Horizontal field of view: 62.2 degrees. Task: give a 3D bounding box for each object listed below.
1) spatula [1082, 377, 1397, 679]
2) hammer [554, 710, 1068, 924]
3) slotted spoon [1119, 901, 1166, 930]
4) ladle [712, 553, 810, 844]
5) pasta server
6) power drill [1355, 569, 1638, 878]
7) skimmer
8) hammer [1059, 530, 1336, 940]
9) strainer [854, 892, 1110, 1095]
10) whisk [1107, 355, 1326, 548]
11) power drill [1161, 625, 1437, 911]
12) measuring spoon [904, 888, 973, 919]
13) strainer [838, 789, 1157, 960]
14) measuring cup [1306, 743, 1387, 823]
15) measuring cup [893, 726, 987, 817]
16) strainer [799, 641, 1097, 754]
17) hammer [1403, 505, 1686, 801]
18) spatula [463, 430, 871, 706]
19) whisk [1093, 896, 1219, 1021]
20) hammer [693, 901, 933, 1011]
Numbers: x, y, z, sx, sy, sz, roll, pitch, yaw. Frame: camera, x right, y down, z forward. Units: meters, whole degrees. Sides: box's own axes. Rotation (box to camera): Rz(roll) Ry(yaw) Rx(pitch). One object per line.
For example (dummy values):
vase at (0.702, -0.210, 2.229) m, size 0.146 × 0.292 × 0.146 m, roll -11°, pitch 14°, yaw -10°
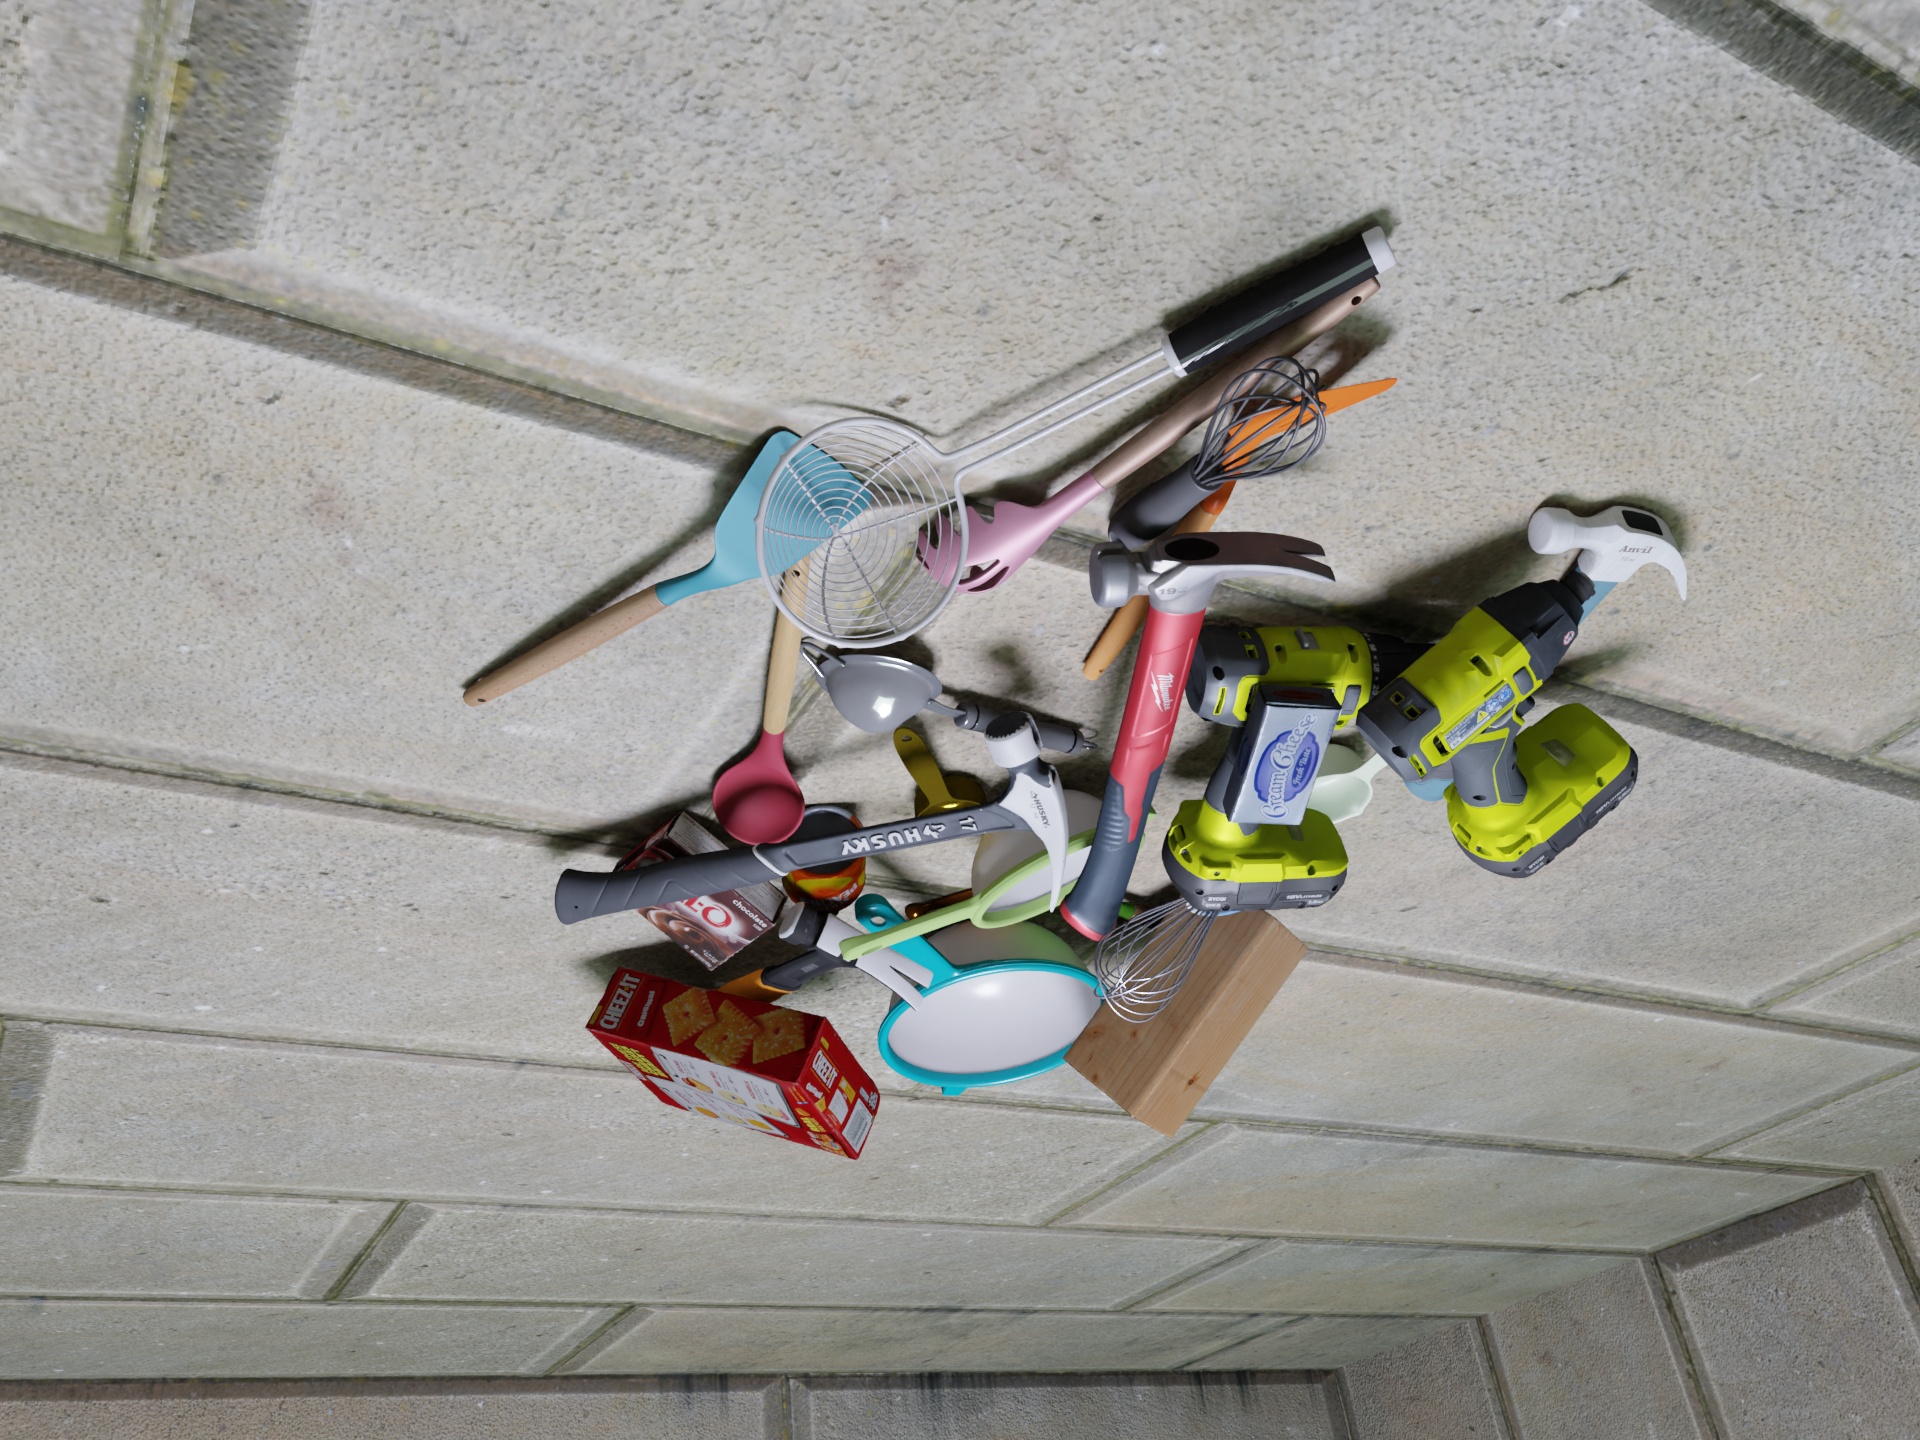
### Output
spatula at (0.147, -0.110, 0.974) m, size 0.081 × 0.041 × 0.322 m, roll -16°, pitch 156°, yaw -30°
hammer at (-0.116, 0.100, 1.147) m, size 0.409 × 0.036 × 0.149 m, roll -13°, pitch 119°, yaw 19°
slotted spoon at (0.165, 0.176, 1.429) m, size 0.070 × 0.031 × 0.313 m, roll -15°, pitch 153°, yaw 41°
ladle at (-0.126, -0.011, 1.081) m, size 0.069 × 0.031 × 0.315 m, roll 13°, pitch 142°, yaw -3°
pasta server at (0.099, -0.159, 0.906) m, size 0.316 × 0.040 × 0.060 m, roll -34°, pitch 139°, yaw 28°
power drill at (0.380, 0.005, 1.087) m, size 0.171 × 0.080 × 0.223 m, roll -41°, pitch 137°, yaw 6°
skimmer at (0.058, -0.155, 0.841) m, size 0.363 × 0.090 × 0.127 m, roll -24°, pitch 112°, yaw 20°
hammer at (0.134, 0.026, 1.063) m, size 0.143 × 0.038 × 0.386 m, roll -3°, pitch 140°, yaw -9°
strainer at (-0.004, 0.206, 1.386) m, size 0.211 × 0.095 × 0.340 m, roll -24°, pitch 138°, yaw 15°
whisk at (0.132, -0.137, 0.872) m, size 0.055 × 0.055 × 0.239 m, roll 4°, pitch 167°, yaw -18°
power drill at (0.244, 0.030, 1.143) m, size 0.190 × 0.080 × 0.228 m, roll 0°, pitch 130°, yaw -10°
measuring spoon at (0.007, 0.156, 1.378) m, size 0.117 × 0.011 × 0.021 m, roll -16°, pitch 146°, yaw 11°
strainer at (0.017, 0.113, 1.221) m, size 0.256 × 0.069 × 0.151 m, roll -18°, pitch 158°, yaw -21°
measuring cup at (0.306, 0.024, 1.220) m, size 0.083 × 0.038 × 0.167 m, roll 18°, pitch 136°, yaw -31°
measuring cup at (-0.021, 0.038, 1.180) m, size 0.062 × 0.029 × 0.156 m, roll -14°, pitch 144°, yaw 10°
strainer at (-0.002, -0.004, 1.109) m, size 0.258 × 0.050 × 0.087 m, roll 13°, pitch 157°, yaw -34°
hammer at (0.402, -0.037, 1.149) m, size 0.128 × 0.033 × 0.330 m, roll 1°, pitch 146°, yaw -12°
spatula at (-0.197, -0.076, 0.973) m, size 0.317 × 0.044 × 0.082 m, roll -23°, pitch 145°, yaw 30°
whisk at (0.191, 0.142, 1.230) m, size 0.284 × 0.070 × 0.070 m, roll -33°, pitch 169°, yaw -43°
hammer at (-0.153, 0.225, 1.345) m, size 0.127 × 0.034 × 0.337 m, roll 32°, pitch 150°, yaw -18°
